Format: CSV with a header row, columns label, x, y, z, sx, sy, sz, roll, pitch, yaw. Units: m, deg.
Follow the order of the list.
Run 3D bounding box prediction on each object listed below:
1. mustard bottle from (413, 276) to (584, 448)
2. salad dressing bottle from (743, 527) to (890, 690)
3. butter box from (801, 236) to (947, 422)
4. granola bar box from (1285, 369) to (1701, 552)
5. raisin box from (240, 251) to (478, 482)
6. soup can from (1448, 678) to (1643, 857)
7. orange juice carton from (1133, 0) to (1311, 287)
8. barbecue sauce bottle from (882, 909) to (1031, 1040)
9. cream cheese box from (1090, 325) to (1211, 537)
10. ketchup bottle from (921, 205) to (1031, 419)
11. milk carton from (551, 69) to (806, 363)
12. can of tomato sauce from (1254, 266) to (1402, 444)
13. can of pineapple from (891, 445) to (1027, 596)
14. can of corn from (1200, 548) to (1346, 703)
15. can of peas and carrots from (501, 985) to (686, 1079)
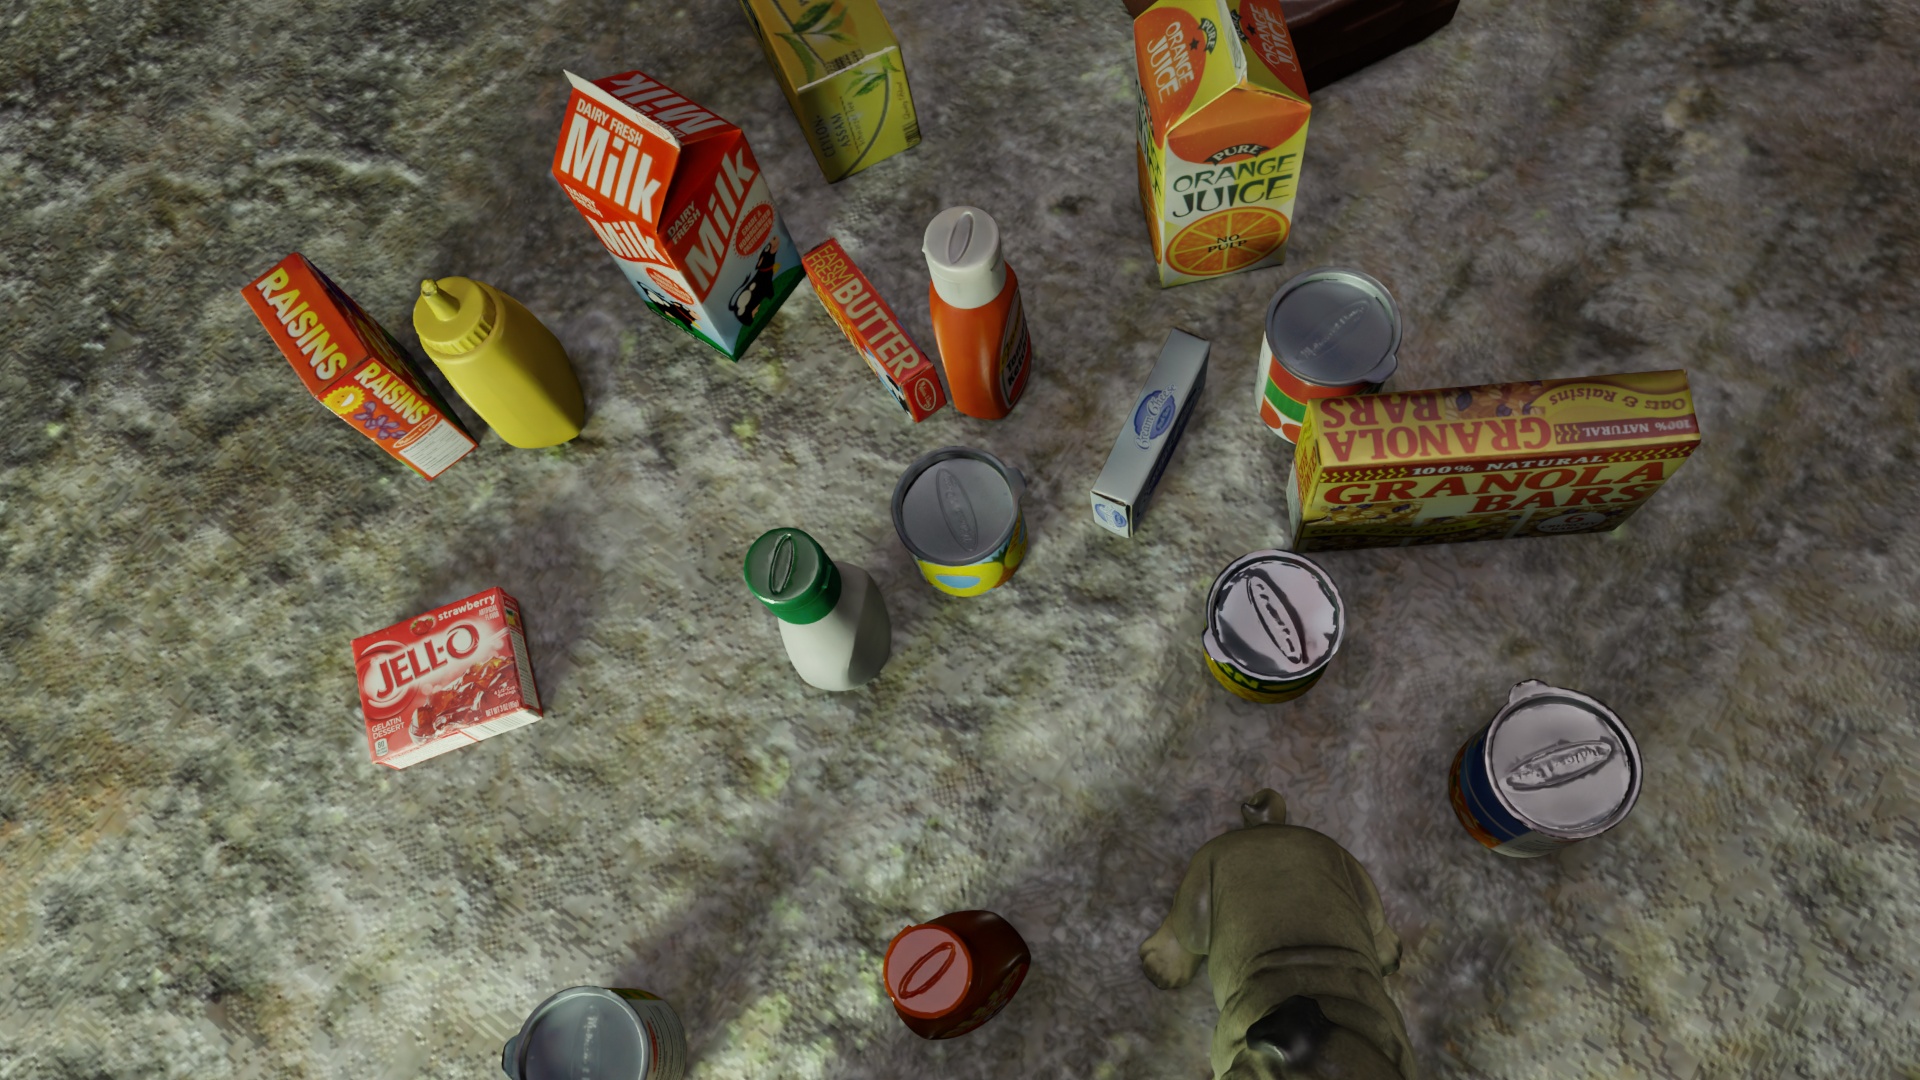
label,x,y,z,sx,sy,sz,roll,pitch,yaw
mustard bottle,-0.252,-0.102,0.744,0.049,0.159,0.065,-17,70,2
salad dressing bottle,-0.068,0.033,0.679,0.044,0.147,0.064,8,73,10
butter box,-0.049,-0.118,0.779,0.024,0.053,0.104,-35,70,-5
granola bar box,0.248,-0.034,0.673,0.165,0.124,0.039,-4,71,6
raisin box,-0.330,-0.093,0.771,0.040,0.123,0.086,-39,71,-6
soup can,0.267,0.107,0.643,0.071,0.083,0.071,-2,71,7
orange juice carton,0.132,-0.212,0.714,0.073,0.192,0.072,-11,70,4
barbecue sauce bottle,-0.004,0.192,0.615,0.065,0.148,0.044,-42,71,-7
cream cheese box,0.102,-0.056,0.738,0.024,0.053,0.104,24,76,15
ketchup bottle,0.009,-0.119,0.721,0.043,0.148,0.065,12,73,11
milk carton,-0.150,-0.178,0.741,0.072,0.190,0.073,32,78,16
can of tomato sauce,0.191,-0.092,0.723,0.071,0.083,0.071,-2,71,7
can of pineapple,0.003,-0.009,0.732,0.071,0.057,0.071,-2,71,7
can of corn,0.152,0.045,0.693,0.071,0.058,0.071,-2,71,7
can of peas and carrots,-0.174,0.248,0.665,0.071,0.058,0.071,-2,71,7
